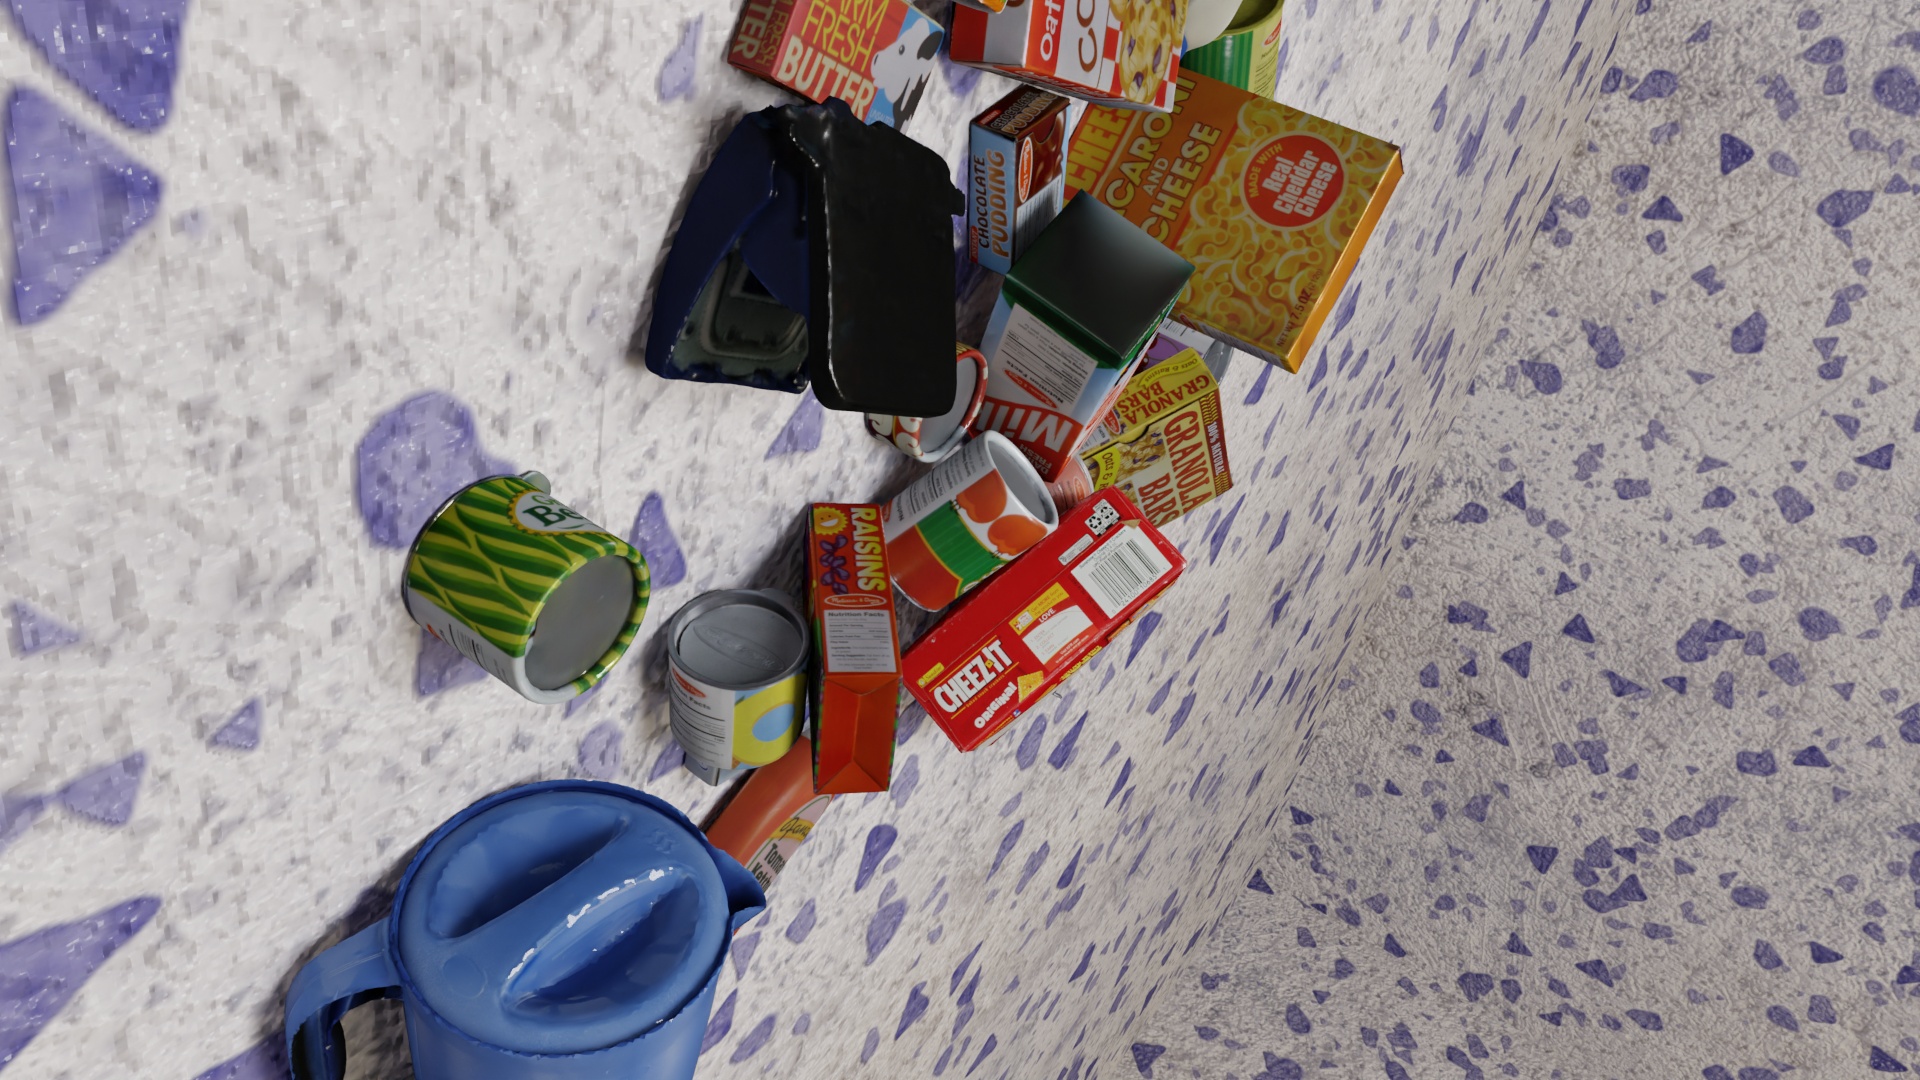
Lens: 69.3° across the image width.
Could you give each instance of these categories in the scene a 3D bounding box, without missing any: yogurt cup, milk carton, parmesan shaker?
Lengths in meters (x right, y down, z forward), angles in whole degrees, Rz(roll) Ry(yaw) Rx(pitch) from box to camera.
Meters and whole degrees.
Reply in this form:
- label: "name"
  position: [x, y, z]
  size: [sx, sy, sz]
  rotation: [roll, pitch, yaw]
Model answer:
- label: "yogurt cup"
  position: [0.041, -0.029, 0.868]
  size: [0.054, 0.072, 0.072]
  rotation: [-35, 147, -32]
- label: "milk carton"
  position: [0.054, -0.097, 0.765]
  size: [0.072, 0.073, 0.189]
  rotation: [-51, 174, -24]
- label: "parmesan shaker"
  position: [0.150, -0.275, 0.812]
  size: [0.071, 0.071, 0.102]
  rotation: [-52, 156, -22]

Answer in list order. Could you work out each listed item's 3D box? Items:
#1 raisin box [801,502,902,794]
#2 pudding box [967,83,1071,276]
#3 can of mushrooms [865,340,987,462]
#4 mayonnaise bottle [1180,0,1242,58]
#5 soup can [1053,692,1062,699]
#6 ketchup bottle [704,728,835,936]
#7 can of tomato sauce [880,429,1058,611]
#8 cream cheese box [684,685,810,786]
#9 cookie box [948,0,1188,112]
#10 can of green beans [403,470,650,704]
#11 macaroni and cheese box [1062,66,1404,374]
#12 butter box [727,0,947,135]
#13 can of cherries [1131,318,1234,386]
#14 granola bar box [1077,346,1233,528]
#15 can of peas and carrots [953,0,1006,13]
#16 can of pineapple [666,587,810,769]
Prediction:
- label: "raisin box"
  position: [-0.057, 0.051, 0.690]
  size: [0.124, 0.040, 0.085]
  rotation: [-100, -166, -48]
- label: "pudding box"
  position: [0.030, -0.183, 0.707]
  size: [0.050, 0.030, 0.083]
  rotation: [-44, 152, -33]
- label: "can of mushrooms"
  position: [-0.017, -0.078, 0.726]
  size: [0.071, 0.033, 0.070]
  rotation: [-46, 153, -32]
- label: "mayonnaise bottle"
  position: [0.126, -0.300, 0.741]
  size: [0.148, 0.065, 0.041]
  rotation: [-55, 145, -6]
- label: "soup can"
  position: [0.061, 0.061, 1.000]
  size: [0.084, 0.071, 0.071]
  rotation: [-61, 157, -2]
- label: "ketchup bottle"
  position: [-0.103, 0.150, 0.791]
  size: [0.149, 0.043, 0.064]
  rotation: [-53, 158, -22]
- label: "can of tomato sauce"
  position: [0.003, -0.009, 0.755]
  size: [0.083, 0.071, 0.071]
  rotation: [-35, 165, 20]
- label: "cream cheese box"
  position: [-0.102, 0.086, 0.744]
  size: [0.104, 0.024, 0.053]
  rotation: [-28, 140, -53]
- label: "cookie box"
  position: [0.057, -0.266, 0.626]
  size: [0.168, 0.040, 0.122]
  rotation: [-17, 117, -59]
- label: "can of green beans"
  position: [-0.156, 0.018, 0.506]
  size: [0.071, 0.058, 0.071]
  rotation: [-47, 153, -32]
- label: "macaroni and cheese box"
  position: [0.134, -0.180, 0.753]
  size: [0.123, 0.167, 0.040]
  rotation: [-62, 158, 1]
- label: "butter box"
  position: [-0.046, -0.194, 0.542]
  size: [0.103, 0.024, 0.053]
  rotation: [-2, 118, -65]
- label: "can of cherries"
  position: [0.156, -0.129, 1.000]
  size: [0.072, 0.058, 0.071]
  rotation: [-48, 154, -32]
- label: "granola bar box"
  position: [0.123, -0.054, 0.967]
  size: [0.124, 0.039, 0.165]
  rotation: [-28, 155, 3]
- label: "can of peas and carrots"
  position: [-0.006, -0.240, 0.523]
  size: [0.071, 0.071, 0.058]
  rotation: [-8, 124, -63]
- label: "can of pineapple"
  position: [-0.104, 0.065, 0.660]
  size: [0.071, 0.071, 0.057]
  rotation: [-40, 150, -42]
